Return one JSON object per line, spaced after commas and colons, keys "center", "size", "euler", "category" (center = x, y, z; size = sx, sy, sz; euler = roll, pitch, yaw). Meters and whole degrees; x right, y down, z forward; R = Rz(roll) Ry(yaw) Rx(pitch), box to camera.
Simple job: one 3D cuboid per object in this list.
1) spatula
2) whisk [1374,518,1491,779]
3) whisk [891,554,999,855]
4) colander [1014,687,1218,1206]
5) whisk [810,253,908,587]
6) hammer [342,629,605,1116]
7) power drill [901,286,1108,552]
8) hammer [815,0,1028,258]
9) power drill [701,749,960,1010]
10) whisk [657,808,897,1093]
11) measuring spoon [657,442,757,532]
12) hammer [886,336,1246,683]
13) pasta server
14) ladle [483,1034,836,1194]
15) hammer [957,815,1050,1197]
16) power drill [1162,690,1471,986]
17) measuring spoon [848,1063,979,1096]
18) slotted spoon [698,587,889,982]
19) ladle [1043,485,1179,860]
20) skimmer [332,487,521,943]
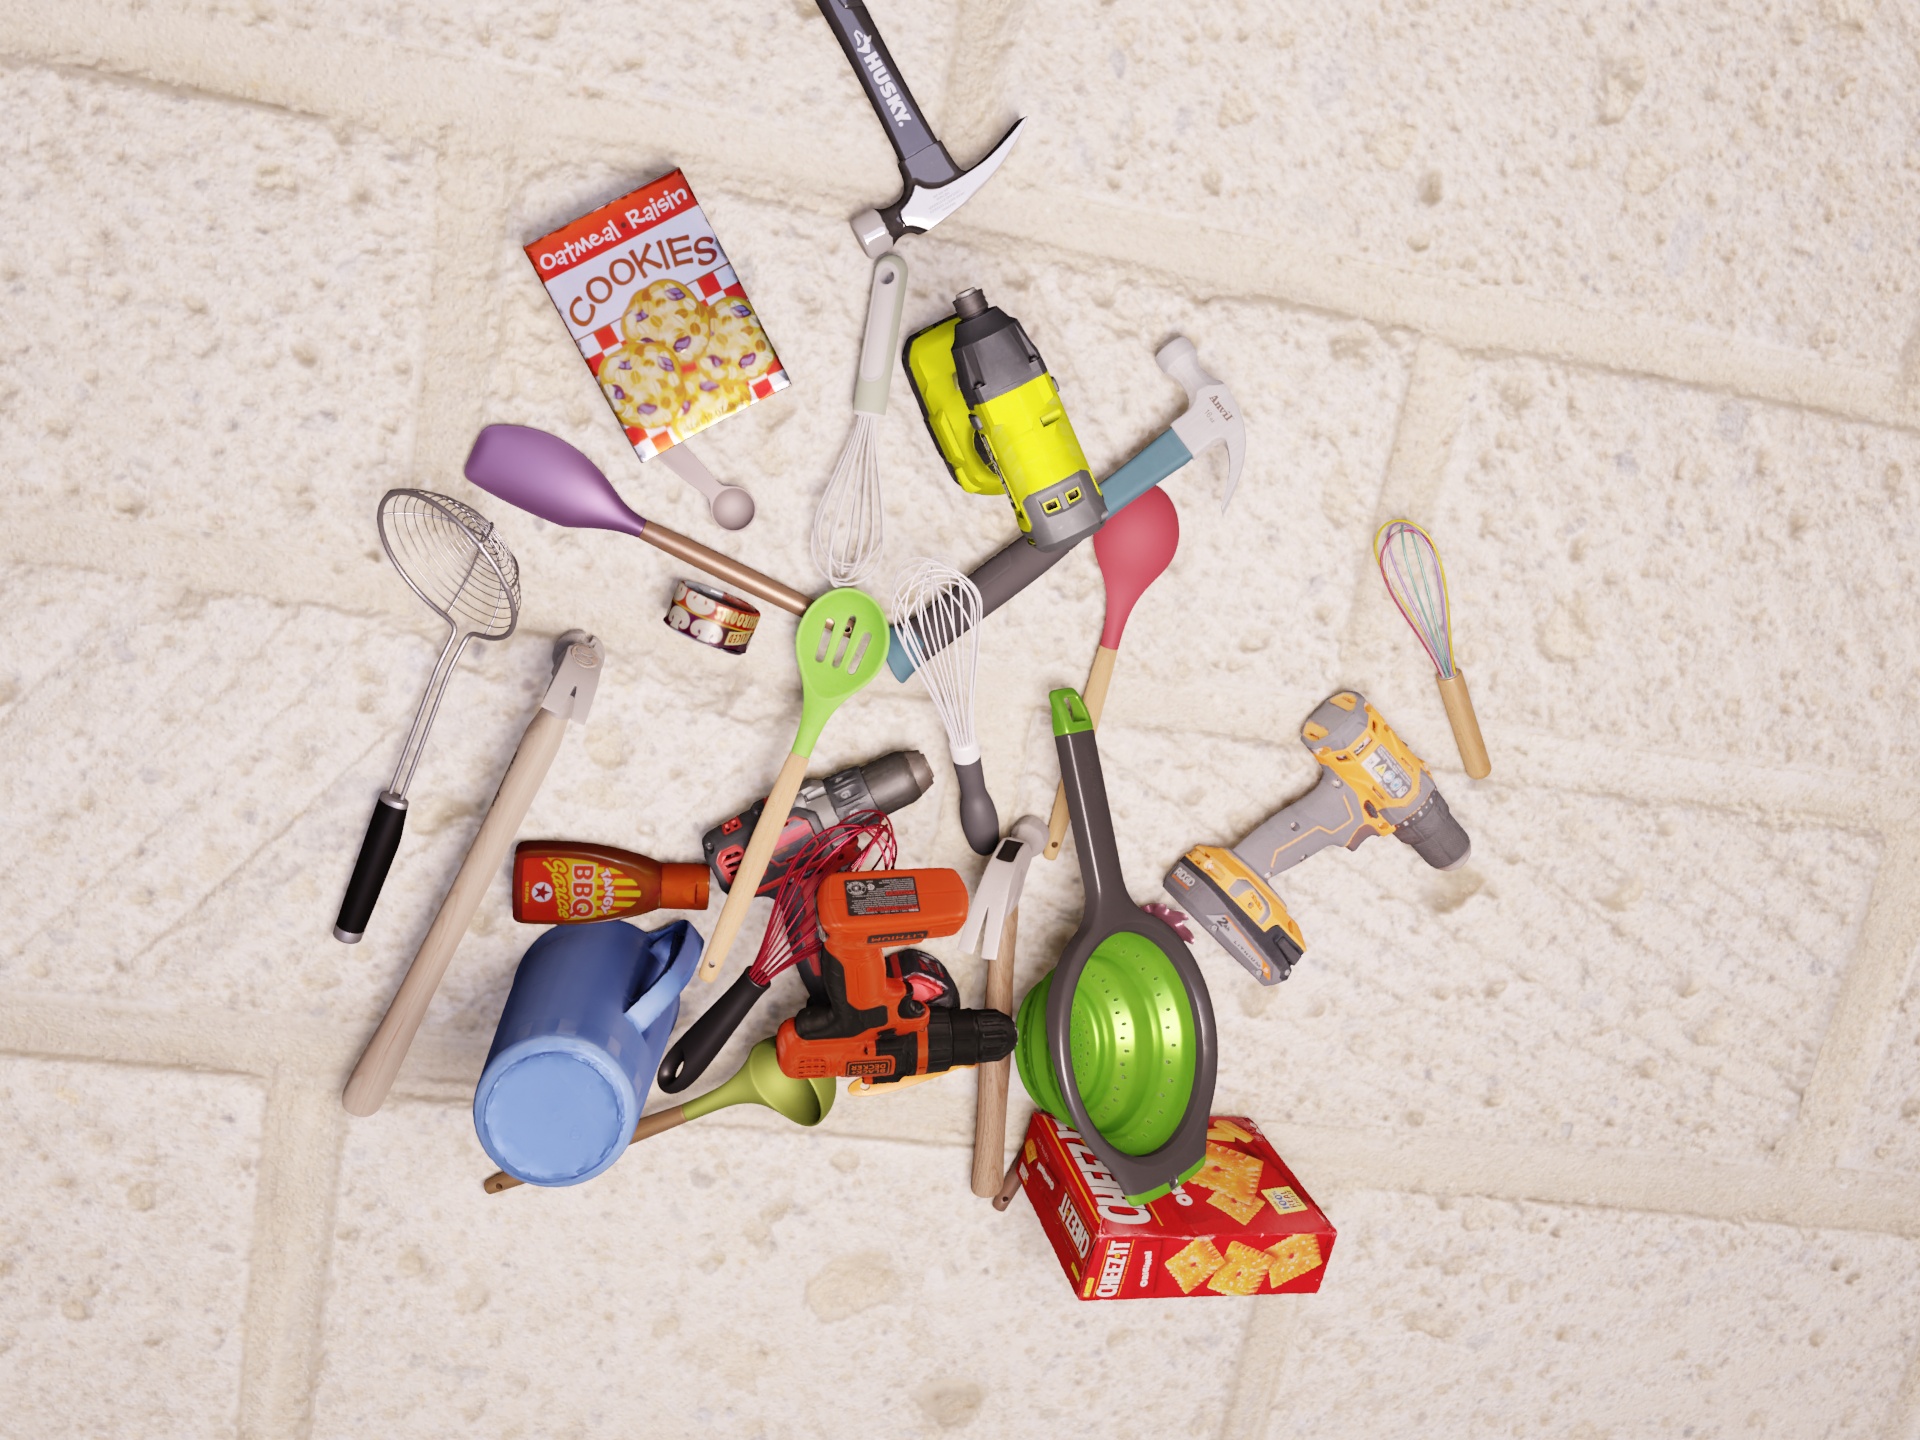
{"center": [-0.212, -0.134, 1.186], "size": [0.315, 0.018, 0.060], "euler": [26, 99, -15], "category": "spatula"}
{"center": [0.391, -0.057, 1.304], "size": [0.047, 0.051, 0.244], "euler": [-17, 113, 17], "category": "whisk"}
{"center": [-0.003, -0.004, 1.211], "size": [0.070, 0.070, 0.284], "euler": [-15, 127, -5], "category": "whisk"}
{"center": [0.093, 0.175, 1.259], "size": [0.204, 0.094, 0.397], "euler": [-9, 87, -49], "category": "colander"}
{"center": [-0.070, -0.219, 1.174], "size": [0.058, 0.059, 0.246], "euler": [13, 100, 15], "category": "whisk"}
{"center": [-0.368, 0.130, 1.180], "size": [0.038, 0.146, 0.410], "euler": [26, 104, -16], "category": "hammer"}
{"center": [0.025, -0.217, 1.095], "size": [0.080, 0.223, 0.171], "euler": [-26, 108, -2], "category": "power drill"}
{"center": [-0.082, -0.504, 1.097], "size": [0.146, 0.035, 0.334], "euler": [-30, 108, 0], "category": "hammer"}
{"center": [-0.076, 0.145, 1.259], "size": [0.188, 0.080, 0.226], "euler": [-26, 105, -2], "category": "power drill"}
{"center": [-0.141, 0.179, 1.193], "size": [0.073, 0.073, 0.295], "euler": [34, 109, -17], "category": "whisk"}
{"center": [-0.201, -0.188, 1.178], "size": [0.124, 0.018, 0.034], "euler": [43, 89, -11], "category": "measuring spoon"}
{"center": [0.074, -0.142, 1.211], "size": [0.331, 0.033, 0.128], "euler": [-37, 81, 6], "category": "hammer"}
{"center": [0.104, 0.288, 1.348], "size": [0.060, 0.040, 0.316], "euler": [27, 101, -4], "category": "pasta server"}
{"center": [-0.244, 0.325, 1.260], "size": [0.320, 0.062, 0.078], "euler": [-22, 102, 11], "category": "ladle"}
{"center": [0.029, 0.251, 1.299], "size": [0.031, 0.130, 0.331], "euler": [11, 114, 18], "category": "hammer"}
{"center": [0.303, 0.113, 1.314], "size": [0.226, 0.084, 0.185], "euler": [-46, 109, 0], "category": "power drill"}
{"center": [-0.038, 0.296, 1.342], "size": [0.117, 0.011, 0.021], "euler": [-15, 108, -2], "category": "measuring spoon"}
{"center": [-0.133, 0.049, 1.195], "size": [0.070, 0.031, 0.314], "euler": [22, 88, -1], "category": "slotted spoon"}
{"center": [0.110, -0.034, 1.266], "size": [0.069, 0.031, 0.315], "euler": [12, 105, -8], "category": "ladle"}
{"center": [-0.412, 0.007, 1.154], "size": [0.127, 0.090, 0.363], "euler": [28, 104, 17], "category": "skimmer"}
